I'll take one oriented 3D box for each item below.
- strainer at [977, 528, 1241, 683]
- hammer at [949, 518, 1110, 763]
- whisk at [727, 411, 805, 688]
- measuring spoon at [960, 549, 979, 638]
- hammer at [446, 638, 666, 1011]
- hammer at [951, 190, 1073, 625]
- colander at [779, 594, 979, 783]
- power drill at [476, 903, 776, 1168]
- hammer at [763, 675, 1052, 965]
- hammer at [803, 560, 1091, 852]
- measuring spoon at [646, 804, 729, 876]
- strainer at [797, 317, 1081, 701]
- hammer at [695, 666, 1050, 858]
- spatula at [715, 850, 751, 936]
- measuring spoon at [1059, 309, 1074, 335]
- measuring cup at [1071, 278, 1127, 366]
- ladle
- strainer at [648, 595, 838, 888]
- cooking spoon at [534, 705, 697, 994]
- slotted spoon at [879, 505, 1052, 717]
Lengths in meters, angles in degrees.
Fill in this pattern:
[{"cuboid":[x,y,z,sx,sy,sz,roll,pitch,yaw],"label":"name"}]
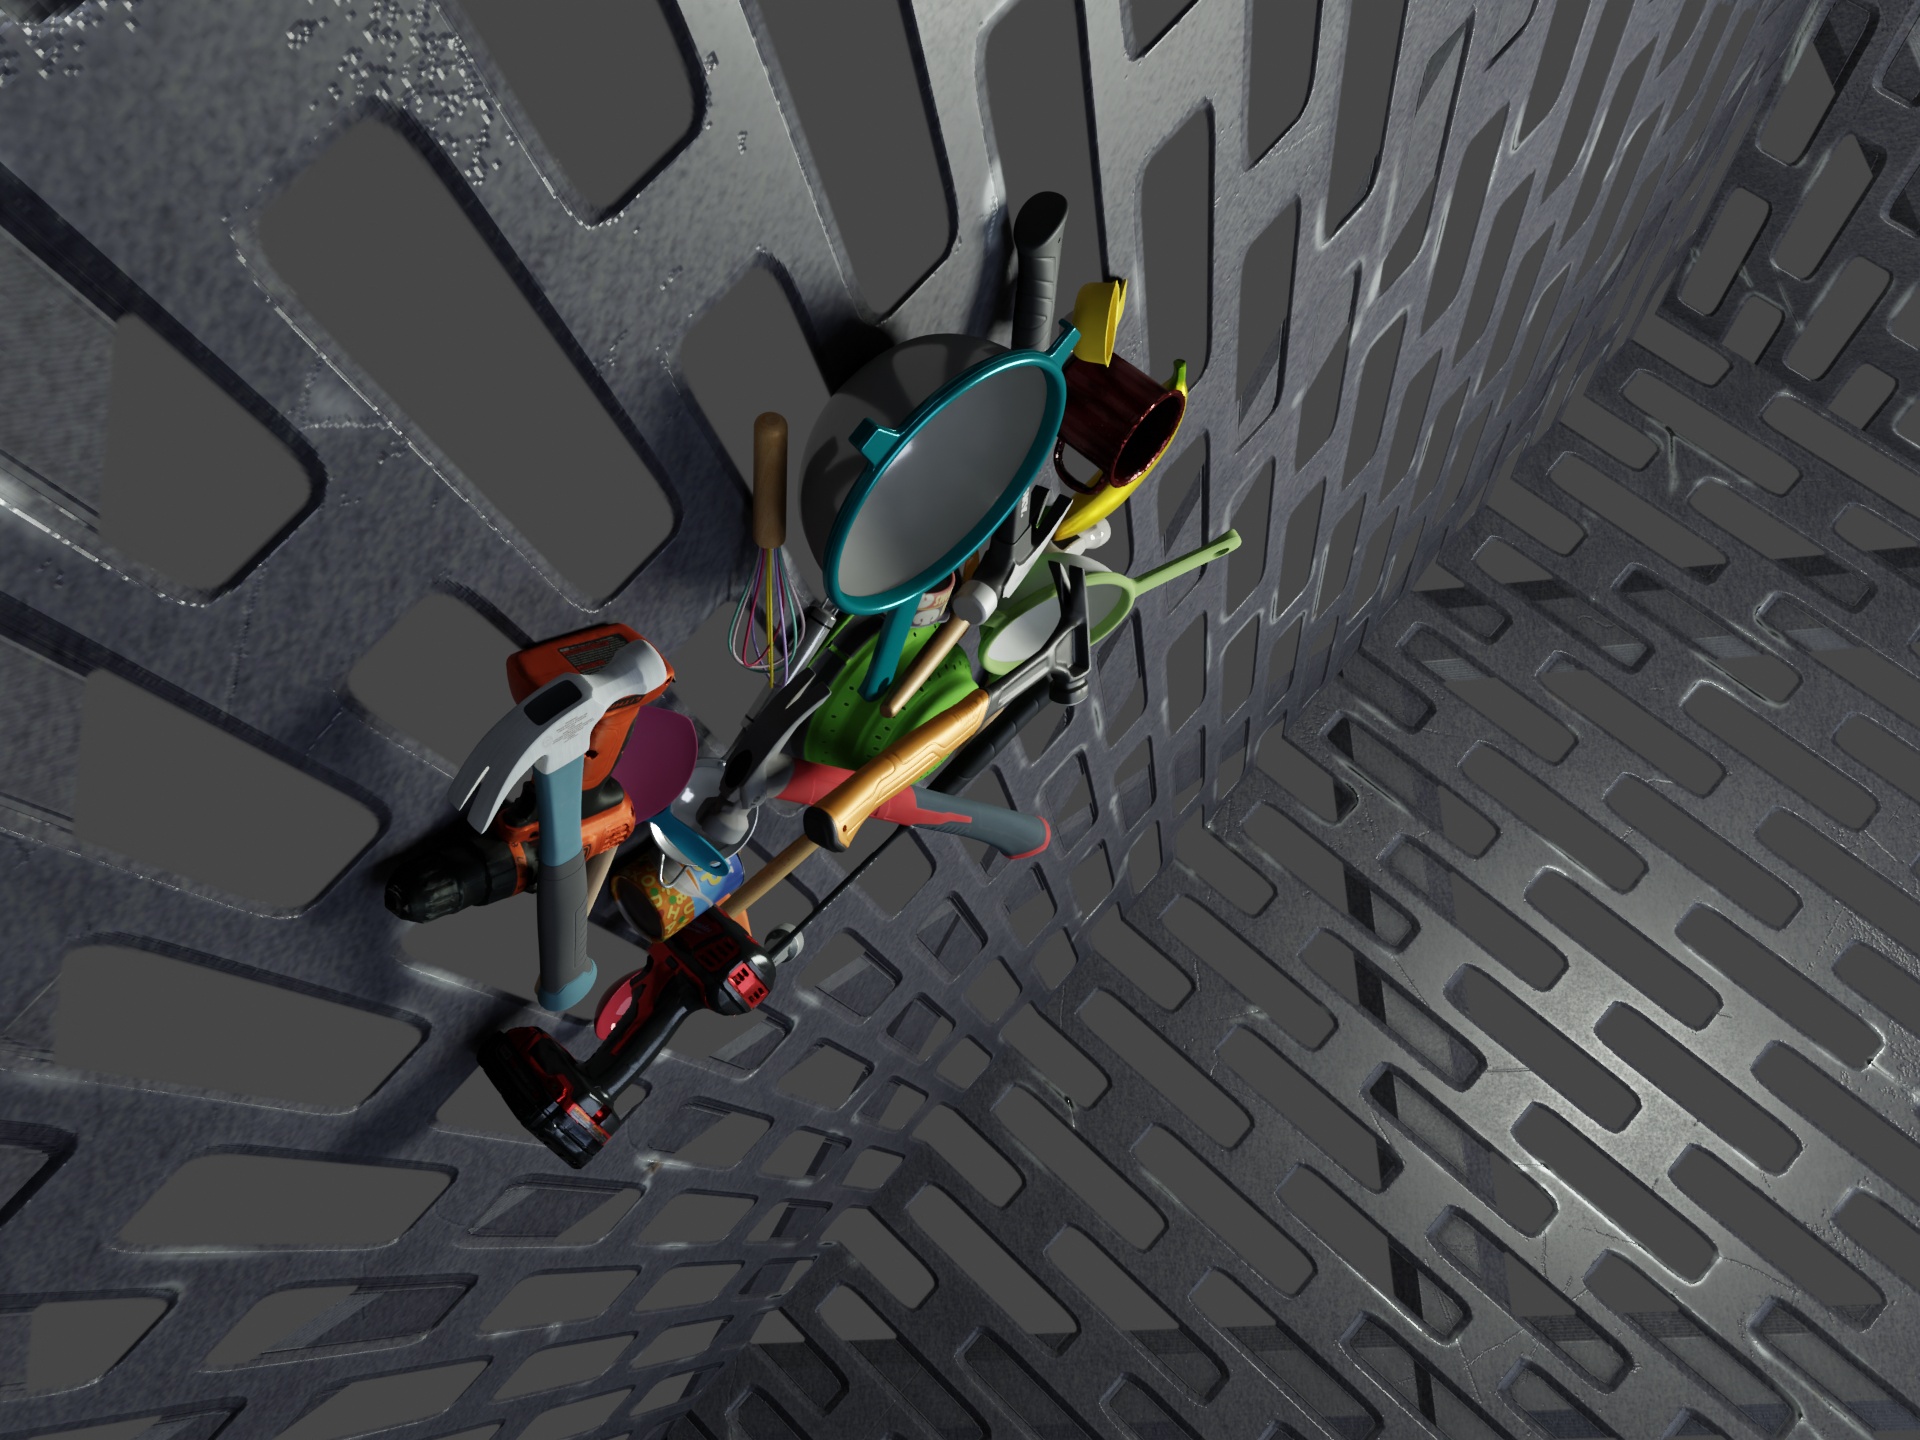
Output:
[{"cuboid":[0.121,-0.129,1.409,0.256,0.069,0.151,-25,159,-4],"label":"strainer"},{"cuboid":[0.048,-0.056,1.579,0.130,0.031,0.331,-33,156,-43],"label":"hammer"},{"cuboid":[-0.129,-0.109,1.058,0.244,0.051,0.047,99,14,-51],"label":"whisk"},{"cuboid":[0.003,-0.112,1.402,0.021,0.011,0.116,-42,157,-32],"label":"measuring spoon"},{"cuboid":[-0.247,0.088,0.988,0.128,0.033,0.330,-33,155,-32],"label":"hammer"},{"cuboid":[0.049,-0.231,1.168,0.146,0.035,0.334,-52,159,-37],"label":"hammer"},{"cuboid":[-0.032,0.005,1.410,0.204,0.094,0.396,-50,162,-1],"label":"colander"},{"cuboid":[-0.263,0.231,1.261,0.220,0.143,0.078,-42,134,-14],"label":"power drill"},{"cuboid":[-0.058,0.102,1.488,0.409,0.036,0.149,-45,179,13],"label":"hammer"},{"cuboid":[-0.002,-0.004,1.224,0.337,0.034,0.127,-37,134,-42],"label":"hammer"},{"cuboid":[-0.209,0.075,1.172,0.042,0.021,0.128,-26,134,13],"label":"measuring spoon"},{"cuboid":[-0.051,-0.140,1.088,0.211,0.095,0.340,-35,161,-33],"label":"strainer"},{"cuboid":[-0.036,0.056,1.285,0.386,0.038,0.143,16,115,-52],"label":"hammer"},{"cuboid":[-0.188,0.111,1.338,0.081,0.041,0.322,-8,140,-28],"label":"spatula"},{"cuboid":[0.055,-0.268,1.212,0.124,0.018,0.034,-45,155,6],"label":"measuring spoon"},{"cuboid":[0.105,-0.307,1.184,0.157,0.029,0.062,-68,164,-62],"label":"measuring cup"},{"cuboid":[-0.196,0.162,1.347,0.315,0.031,0.069,-41,159,8],"label":"ladle"},{"cuboid":[-0.161,0.011,1.207,0.086,0.050,0.258,31,94,-28],"label":"strainer"},{"cuboid":[-0.263,0.103,1.158,0.017,0.068,0.318,-97,-150,-48],"label":"cooking spoon"},{"cuboid":[0.009,-0.096,1.298,0.070,0.031,0.314,-38,-169,44],"label":"slotted spoon"}]
